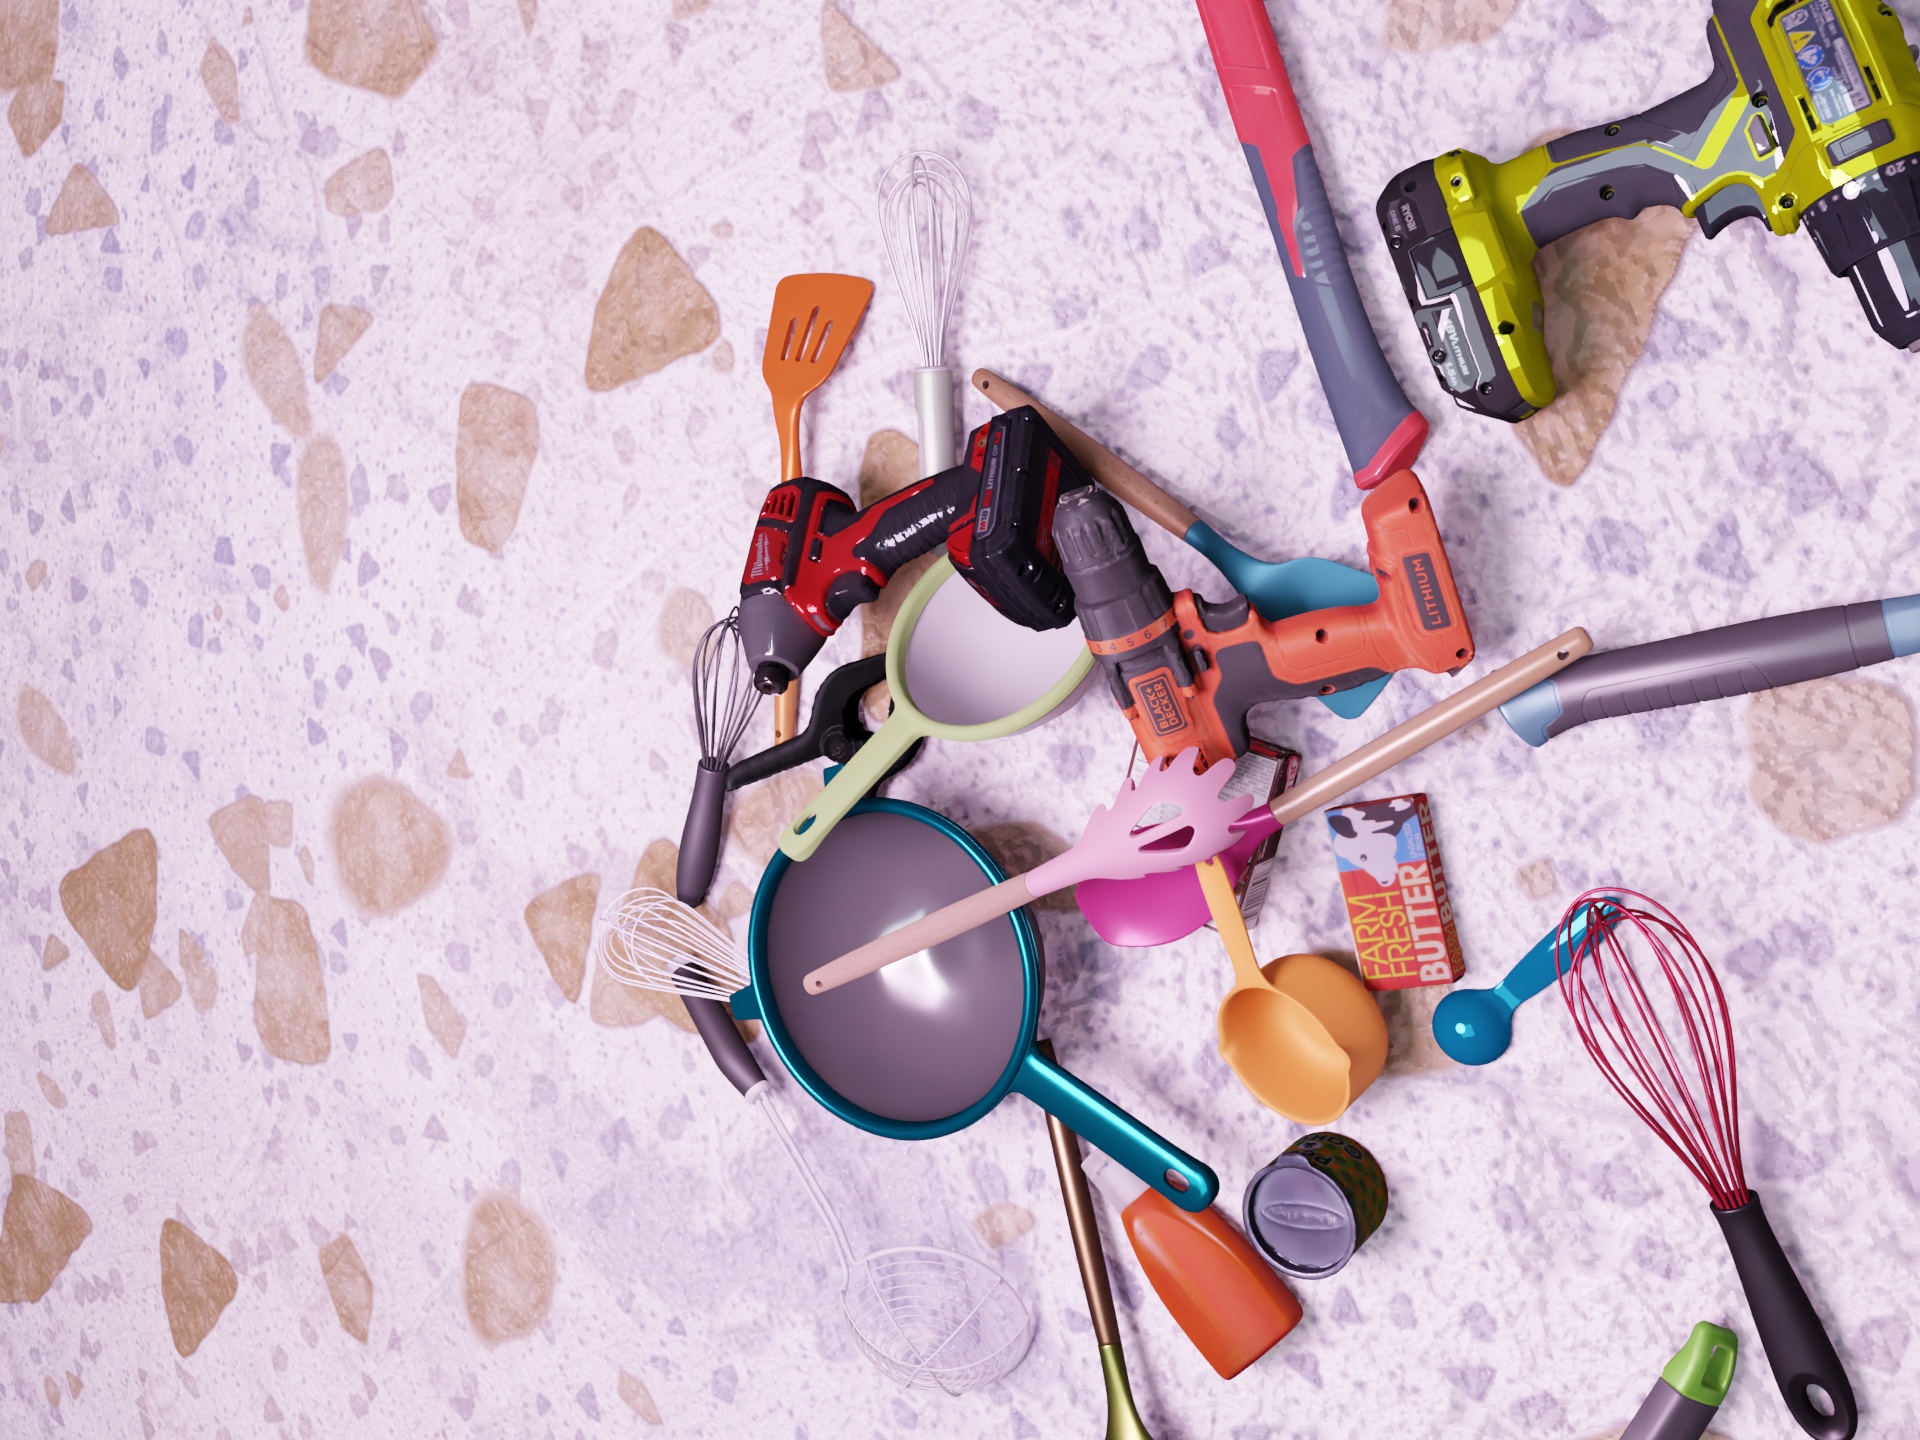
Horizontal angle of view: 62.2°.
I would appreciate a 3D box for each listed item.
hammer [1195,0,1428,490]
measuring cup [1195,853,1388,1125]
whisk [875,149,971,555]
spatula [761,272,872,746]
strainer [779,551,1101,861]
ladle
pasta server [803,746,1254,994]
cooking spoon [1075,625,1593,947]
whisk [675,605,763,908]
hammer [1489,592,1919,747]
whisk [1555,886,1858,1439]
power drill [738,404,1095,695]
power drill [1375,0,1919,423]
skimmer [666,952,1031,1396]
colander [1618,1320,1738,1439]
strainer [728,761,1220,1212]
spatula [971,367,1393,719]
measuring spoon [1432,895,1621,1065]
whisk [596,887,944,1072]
[{"bbox_3d":[0.158,-0.307,0.868,0.143,0.038,0.386,-19,85,34],"label":"hammer"},{"bbox_3d":[0.176,0.134,0.876,0.095,0.052,0.173,-14,101,54],"label":"measuring cup"},{"bbox_3d":[-0.019,-0.226,0.989,0.059,0.058,0.246,-2,100,3],"label":"whisk"},{"bbox_3d":[-0.108,-0.136,1.072,0.081,0.041,0.322,12,106,32],"label":"spatula"},{"bbox_3d":[-0.002,-0.003,0.947,0.256,0.069,0.152,-46,46,1],"label":"strainer"},{"bbox_3d":[0.093,0.357,0.993,0.078,0.062,0.320,-19,78,31],"label":"ladle"},{"bbox_3d":[0.024,0.099,0.899,0.316,0.040,0.060,-29,92,35],"label":"pasta server"},{"bbox_3d":[0.192,0.038,0.854,0.319,0.017,0.069,-34,92,28],"label":"cooking spoon"},{"bbox_3d":[-0.173,0.031,1.113,0.055,0.055,0.238,28,119,27],"label":"whisk"},{"bbox_3d":[0.414,-0.038,0.735,0.331,0.033,0.128,-14,89,33],"label":"hammer"},{"bbox_3d":[0.371,0.218,0.782,0.073,0.073,0.296,-24,89,33],"label":"whisk"},{"bbox_3d":[-0.038,-0.093,0.935,0.220,0.078,0.143,-11,55,32],"label":"power drill"},{"bbox_3d":[0.331,-0.229,0.743,0.228,0.080,0.190,-22,83,30],"label":"power drill"},{"bbox_3d":[-0.089,0.302,1.105,0.364,0.090,0.127,52,126,29],"label":"skimmer"},{"bbox_3d":[0.275,0.468,0.848,0.397,0.204,0.095,-61,29,5],"label":"colander"},{"bbox_3d":[0.025,0.179,0.978,0.340,0.095,0.211,32,110,23],"label":"strainer"},{"bbox_3d":[0.121,-0.122,0.924,0.318,0.044,0.082,42,117,27],"label":"spatula"},{"bbox_3d":[0.297,0.137,0.837,0.042,0.021,0.128,48,119,19],"label":"measuring spoon"},{"bbox_3d":[-0.134,0.188,1.097,0.285,0.070,0.070,20,106,21],"label":"whisk"}]
